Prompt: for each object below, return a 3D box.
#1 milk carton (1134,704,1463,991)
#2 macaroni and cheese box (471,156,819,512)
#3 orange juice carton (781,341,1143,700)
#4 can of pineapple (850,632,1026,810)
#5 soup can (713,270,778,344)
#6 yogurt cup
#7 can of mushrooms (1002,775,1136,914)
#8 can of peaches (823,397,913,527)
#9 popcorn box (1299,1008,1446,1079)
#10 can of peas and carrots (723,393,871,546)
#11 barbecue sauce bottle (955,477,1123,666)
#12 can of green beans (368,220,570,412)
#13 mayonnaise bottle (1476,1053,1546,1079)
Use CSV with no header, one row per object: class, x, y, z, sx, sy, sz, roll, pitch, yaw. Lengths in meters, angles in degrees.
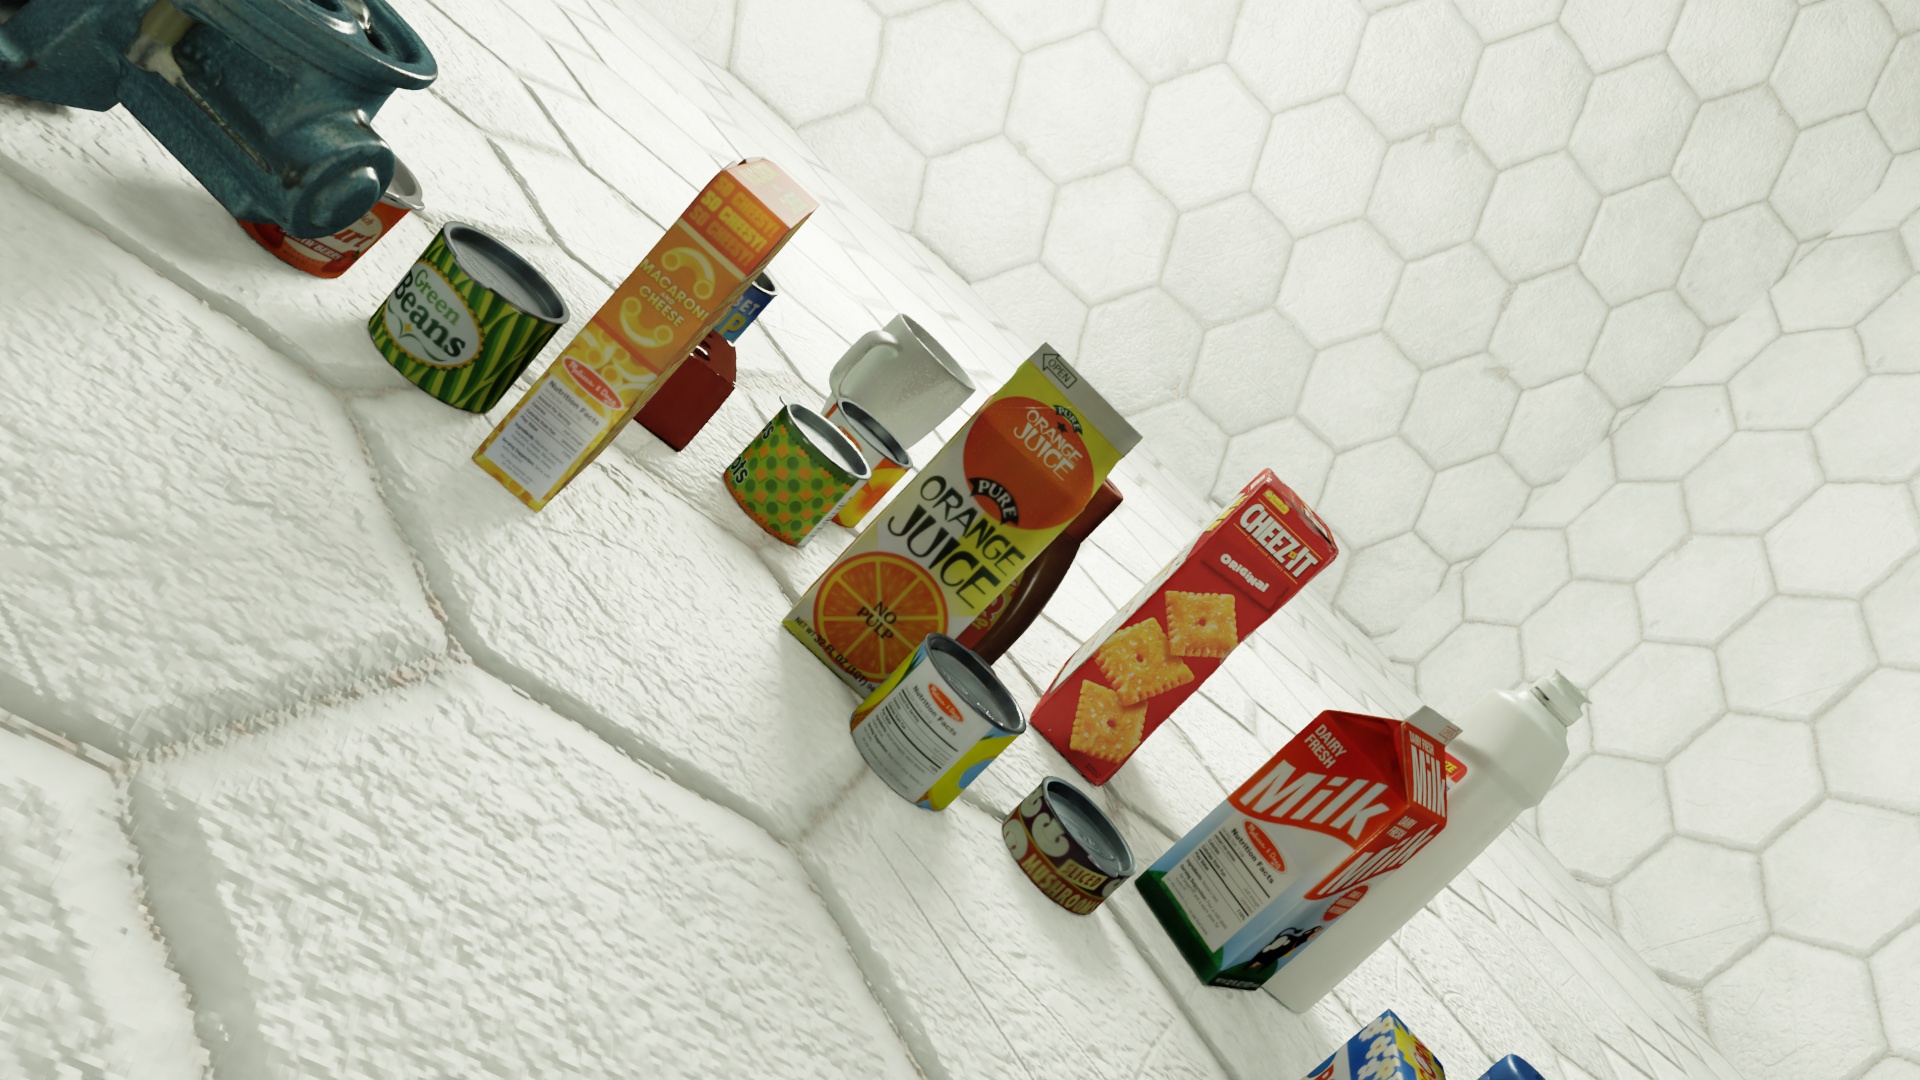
milk carton,0.199,0.162,0.777,0.072,0.190,0.074,28,20,-51
macaroni and cheese box,-0.138,-0.099,0.632,0.040,0.166,0.124,42,13,-12
orange juice carton,0.003,-0.009,0.716,0.072,0.192,0.073,43,13,-4
can of pineapple,-0.010,0.088,0.675,0.071,0.057,0.071,41,13,-12
soup can,-0.167,-0.147,0.877,0.071,0.083,0.071,41,13,-12
yogurt cup,-0.283,-0.154,0.616,0.072,0.054,0.072,41,13,-12
can of mushrooms,0.056,0.157,0.711,0.071,0.033,0.071,41,13,-12
can of peaches,-0.073,-0.050,0.914,0.071,0.058,0.071,41,13,-12
popcorn box,0.172,0.267,0.603,0.038,0.085,0.127,46,13,6
can of peas and carrots,-0.097,-0.041,0.811,0.071,0.058,0.071,41,13,-12
barbecue sauce bottle,0.034,0.015,0.835,0.065,0.148,0.043,51,14,30
can of green beans,-0.221,-0.100,0.626,0.071,0.057,0.071,41,13,-12
mayonnaise bottle,0.148,0.238,0.483,0.041,0.148,0.065,45,13,3
